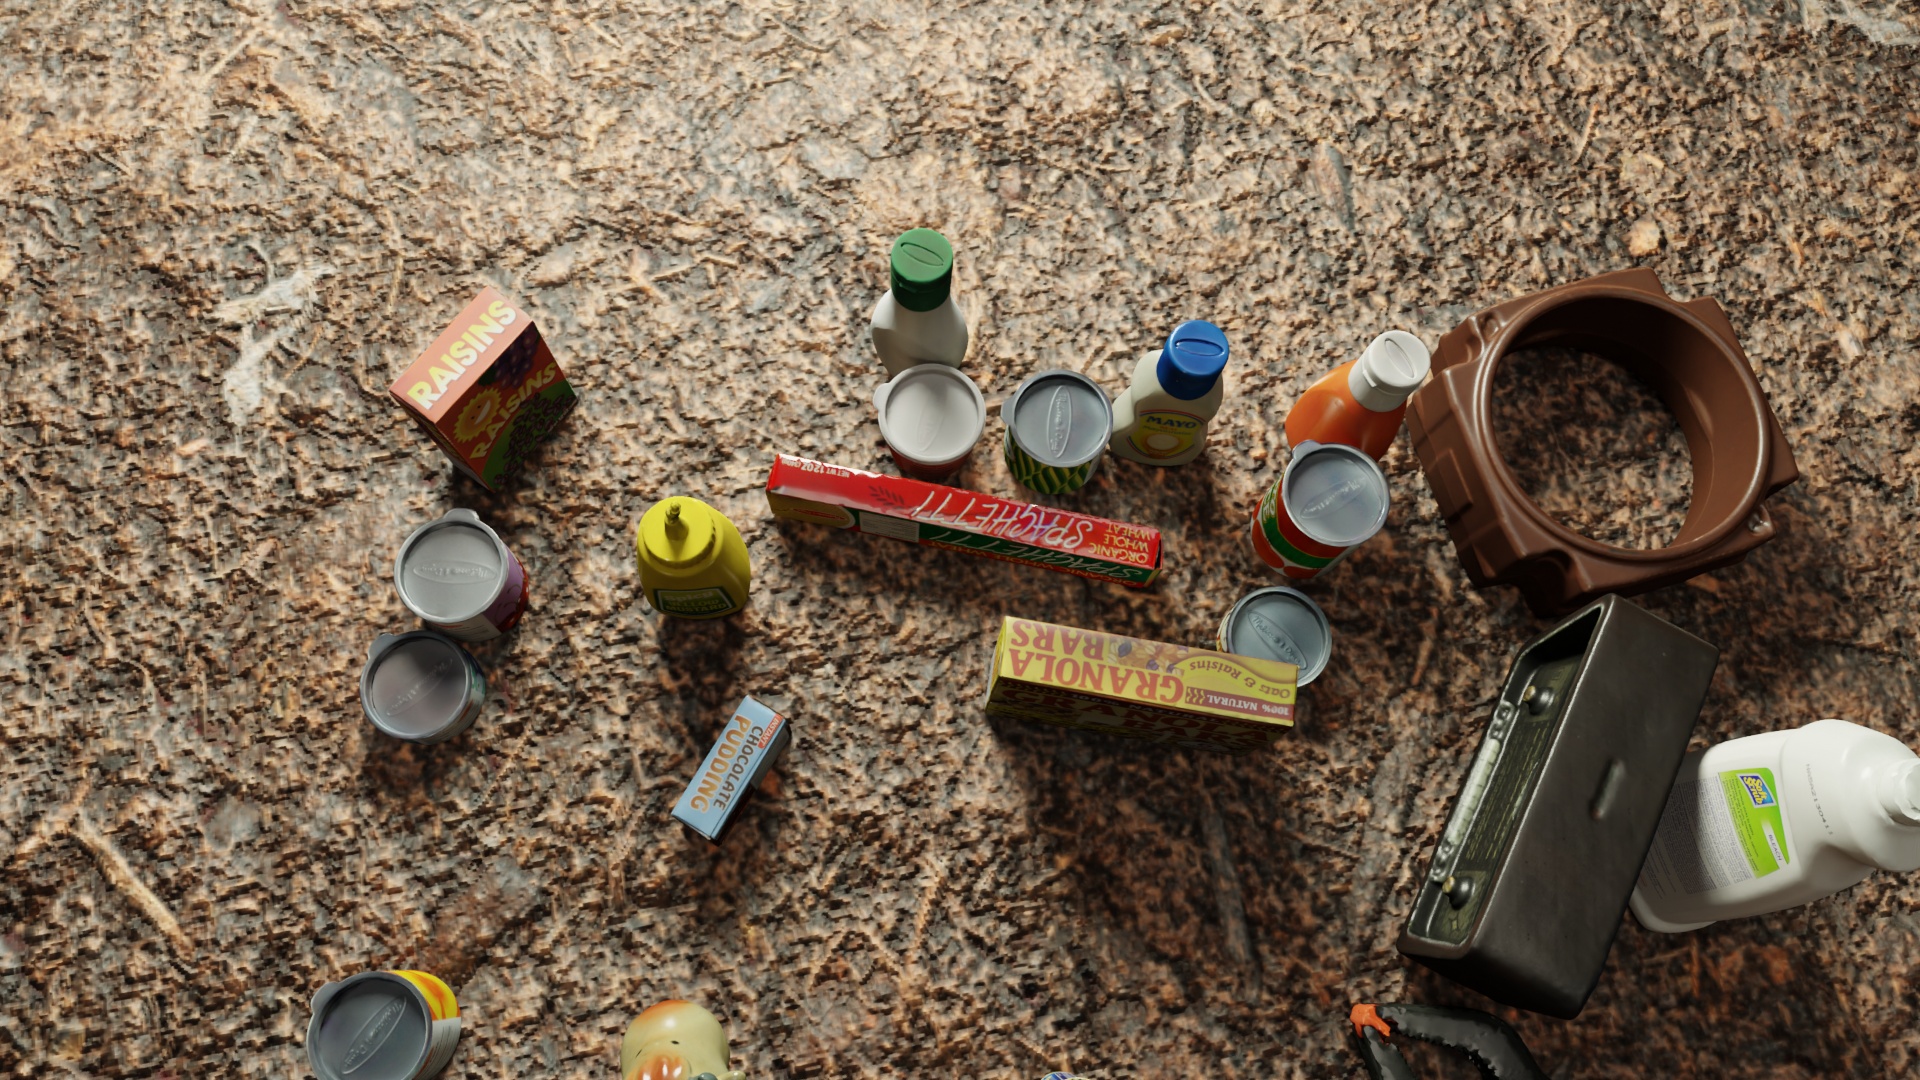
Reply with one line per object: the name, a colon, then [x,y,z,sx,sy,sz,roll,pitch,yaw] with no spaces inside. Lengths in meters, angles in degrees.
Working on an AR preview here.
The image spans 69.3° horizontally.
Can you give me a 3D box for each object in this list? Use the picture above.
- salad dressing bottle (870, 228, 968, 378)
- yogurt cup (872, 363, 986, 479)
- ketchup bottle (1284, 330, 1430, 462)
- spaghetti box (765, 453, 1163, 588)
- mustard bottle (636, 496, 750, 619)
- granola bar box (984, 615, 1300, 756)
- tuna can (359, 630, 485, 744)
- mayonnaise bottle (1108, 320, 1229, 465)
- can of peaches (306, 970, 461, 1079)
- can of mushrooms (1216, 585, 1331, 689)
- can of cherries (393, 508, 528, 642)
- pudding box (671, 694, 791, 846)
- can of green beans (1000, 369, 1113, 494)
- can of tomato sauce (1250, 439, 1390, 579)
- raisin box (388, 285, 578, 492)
salad dressing bottle: [-0.025,-0.143,0.868,0.064,0.147,0.044,26,74,5]
yogurt cup: [-0.019,-0.073,0.896,0.072,0.053,0.072,1,73,-3]
ketchup bottle: [0.247,-0.083,0.863,0.043,0.148,0.065,-29,77,-11]
spaghetti box: [0.003,-0.011,0.880,0.250,0.050,0.029,11,73,0]
mustard bottle: [-0.159,0.008,0.808,0.065,0.159,0.049,-3,74,-4]
granola bar box: [0.100,0.089,0.816,0.166,0.124,0.039,10,73,0]
tuna can: [-0.327,0.088,0.842,0.071,0.032,0.071,1,73,-3]
mayonnaise bottle: [0.132,-0.089,0.859,0.065,0.147,0.041,8,74,0]
can of peaches: [-0.321,0.272,0.773,0.071,0.058,0.071,1,73,-3]
can of mushrooms: [0.195,0.066,0.875,0.071,0.033,0.071,1,73,-3]
can of cherries: [-0.302,0.022,0.850,0.071,0.058,0.071,1,73,-3]
pudding box: [-0.135,0.138,0.828,0.030,0.049,0.084,29,74,6]
can of green beans: [0.062,-0.069,0.897,0.071,0.057,0.071,1,73,-3]
can of tomato sauce: [0.223,-0.018,0.877,0.071,0.083,0.071,1,73,-3]
raisin box: [-0.288,-0.090,0.850,0.040,0.123,0.086,36,75,8]
